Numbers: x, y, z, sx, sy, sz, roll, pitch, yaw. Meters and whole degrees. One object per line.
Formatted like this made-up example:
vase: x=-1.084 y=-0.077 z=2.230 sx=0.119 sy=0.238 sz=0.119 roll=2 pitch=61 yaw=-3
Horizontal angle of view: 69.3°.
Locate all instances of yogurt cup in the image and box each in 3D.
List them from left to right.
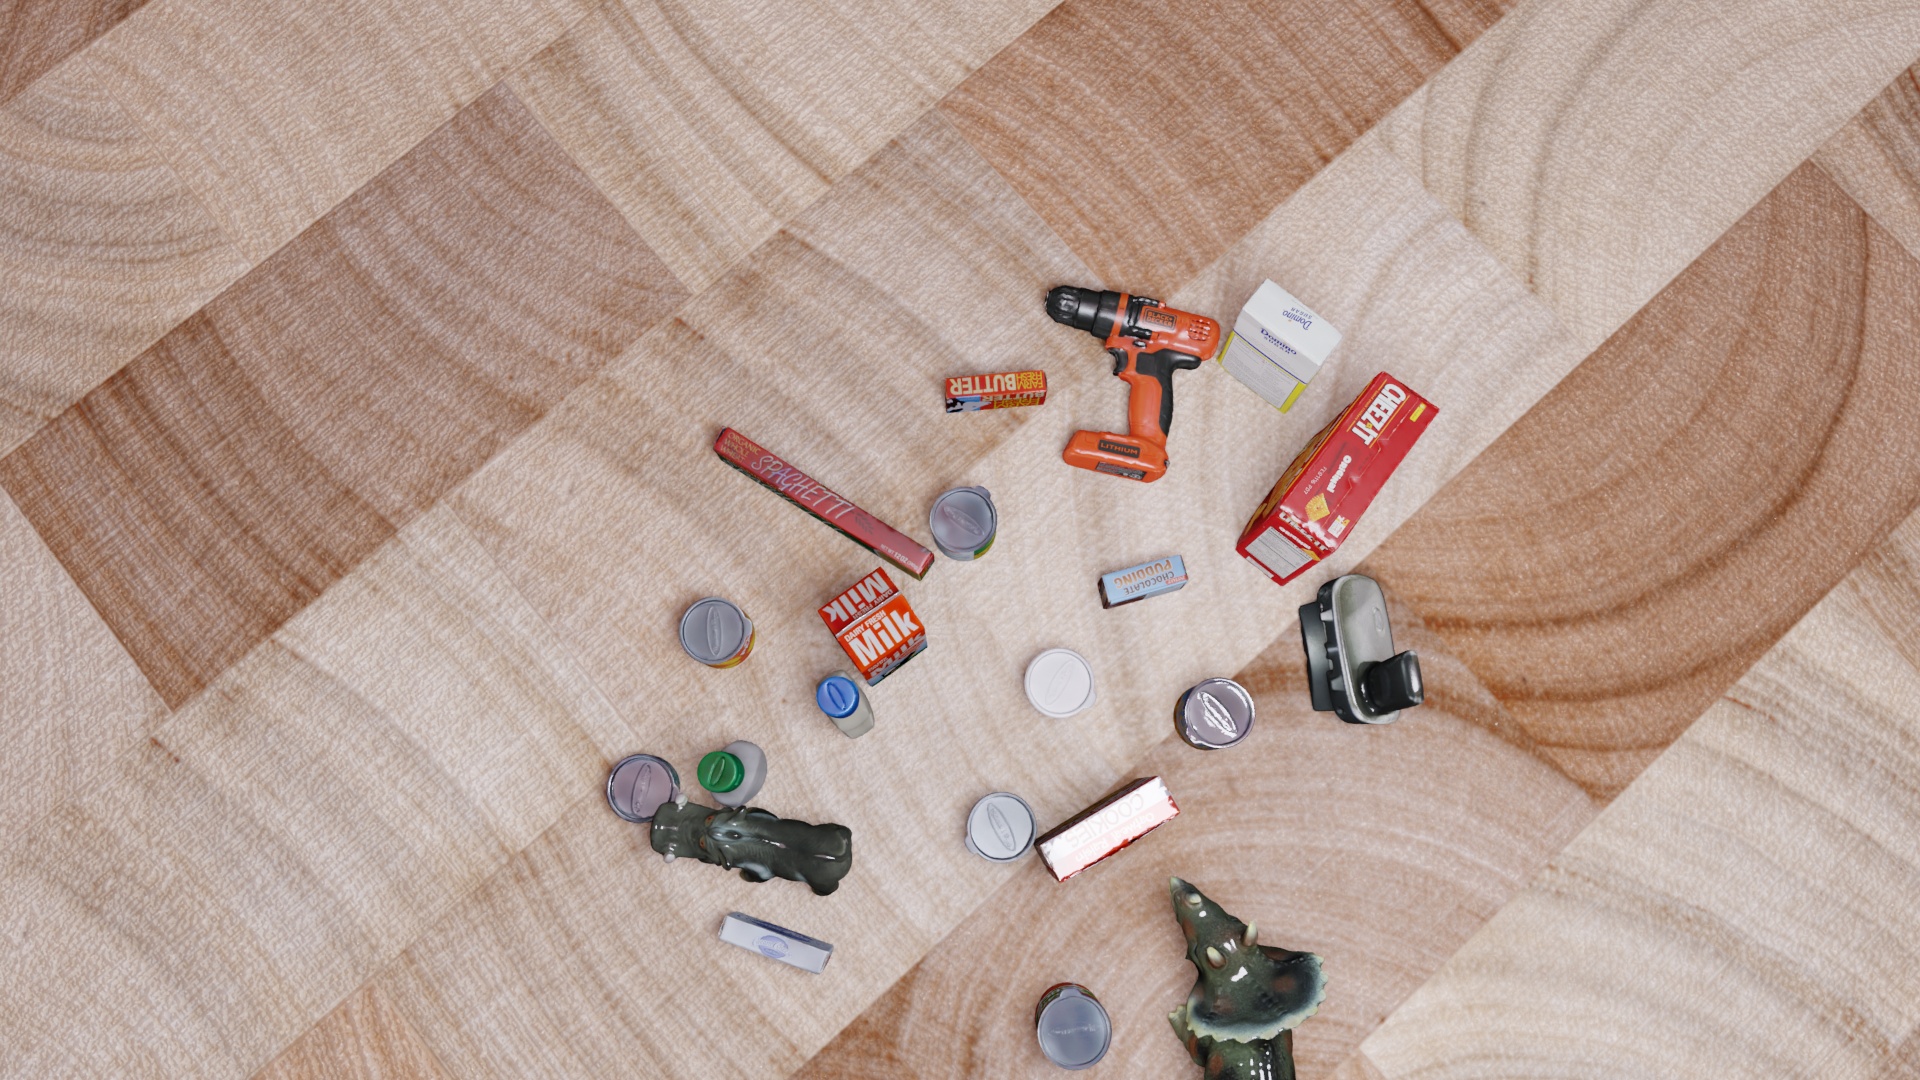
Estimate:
yogurt cup: x=0.096 y=0.141 z=1.358 sx=0.072 sy=0.054 sz=0.072 roll=0 pitch=79 yaw=0

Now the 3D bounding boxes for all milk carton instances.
milk carton: x=-0.081 y=0.081 z=1.302 sx=0.072 sy=0.190 sz=0.073 roll=-36 pitch=81 yaw=-6

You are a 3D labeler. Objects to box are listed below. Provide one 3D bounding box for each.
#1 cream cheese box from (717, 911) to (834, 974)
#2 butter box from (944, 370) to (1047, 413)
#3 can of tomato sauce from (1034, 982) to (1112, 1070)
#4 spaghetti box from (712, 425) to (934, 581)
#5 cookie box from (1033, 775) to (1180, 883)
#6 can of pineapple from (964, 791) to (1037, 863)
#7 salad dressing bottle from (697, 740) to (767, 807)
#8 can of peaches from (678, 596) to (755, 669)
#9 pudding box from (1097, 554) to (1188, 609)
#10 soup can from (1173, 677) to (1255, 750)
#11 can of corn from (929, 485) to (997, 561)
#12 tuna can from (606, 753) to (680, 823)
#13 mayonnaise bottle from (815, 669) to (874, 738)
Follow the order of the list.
cream cheese box: x=-0.173 y=0.379 z=1.311 sx=0.104 sy=0.053 sz=0.024 roll=18 pitch=80 yaw=4
butter box: x=0.036 y=-0.152 z=1.418 sx=0.103 sy=0.053 sz=0.024 roll=-5 pitch=79 yaw=-1
can of tomato sauce: x=0.102 y=0.445 z=1.282 sx=0.071 sy=0.083 sz=0.071 roll=0 pitch=79 yaw=0
spaghetti box: x=-0.138 y=-0.037 z=1.397 sx=0.250 sy=0.050 sz=0.029 roll=31 pitch=81 yaw=6
cookie box: x=0.130 y=0.264 z=1.276 sx=0.123 sy=0.167 sz=0.040 roll=-30 pitch=80 yaw=-5
can of pineapple: x=0.037 y=0.274 z=1.330 sx=0.071 sy=0.057 sz=0.071 roll=0 pitch=79 yaw=0
salad dressing bottle: x=-0.214 y=0.217 z=1.296 sx=0.044 sy=0.147 sz=0.064 roll=22 pitch=80 yaw=4
can of peaches: x=-0.236 y=0.092 z=1.367 sx=0.071 sy=0.058 sz=0.071 roll=0 pitch=79 yaw=0
pudding box: x=0.181 y=0.042 z=1.380 sx=0.084 sy=0.049 sz=0.030 roll=-15 pitch=79 yaw=-3
soup can: x=0.240 y=0.170 z=1.337 sx=0.071 sy=0.083 sz=0.071 roll=0 pitch=79 yaw=0
can of corn: x=0.005 y=-0.017 z=1.389 sx=0.071 sy=0.058 sz=0.071 roll=0 pitch=79 yaw=0
tuna can: x=-0.305 y=0.242 z=1.350 sx=0.071 sy=0.032 sz=0.071 roll=0 pitch=79 yaw=0
mayonnaise bottle: x=-0.111 y=0.152 z=1.309 sx=0.041 sy=0.148 sz=0.065 roll=-31 pitch=81 yaw=-5
